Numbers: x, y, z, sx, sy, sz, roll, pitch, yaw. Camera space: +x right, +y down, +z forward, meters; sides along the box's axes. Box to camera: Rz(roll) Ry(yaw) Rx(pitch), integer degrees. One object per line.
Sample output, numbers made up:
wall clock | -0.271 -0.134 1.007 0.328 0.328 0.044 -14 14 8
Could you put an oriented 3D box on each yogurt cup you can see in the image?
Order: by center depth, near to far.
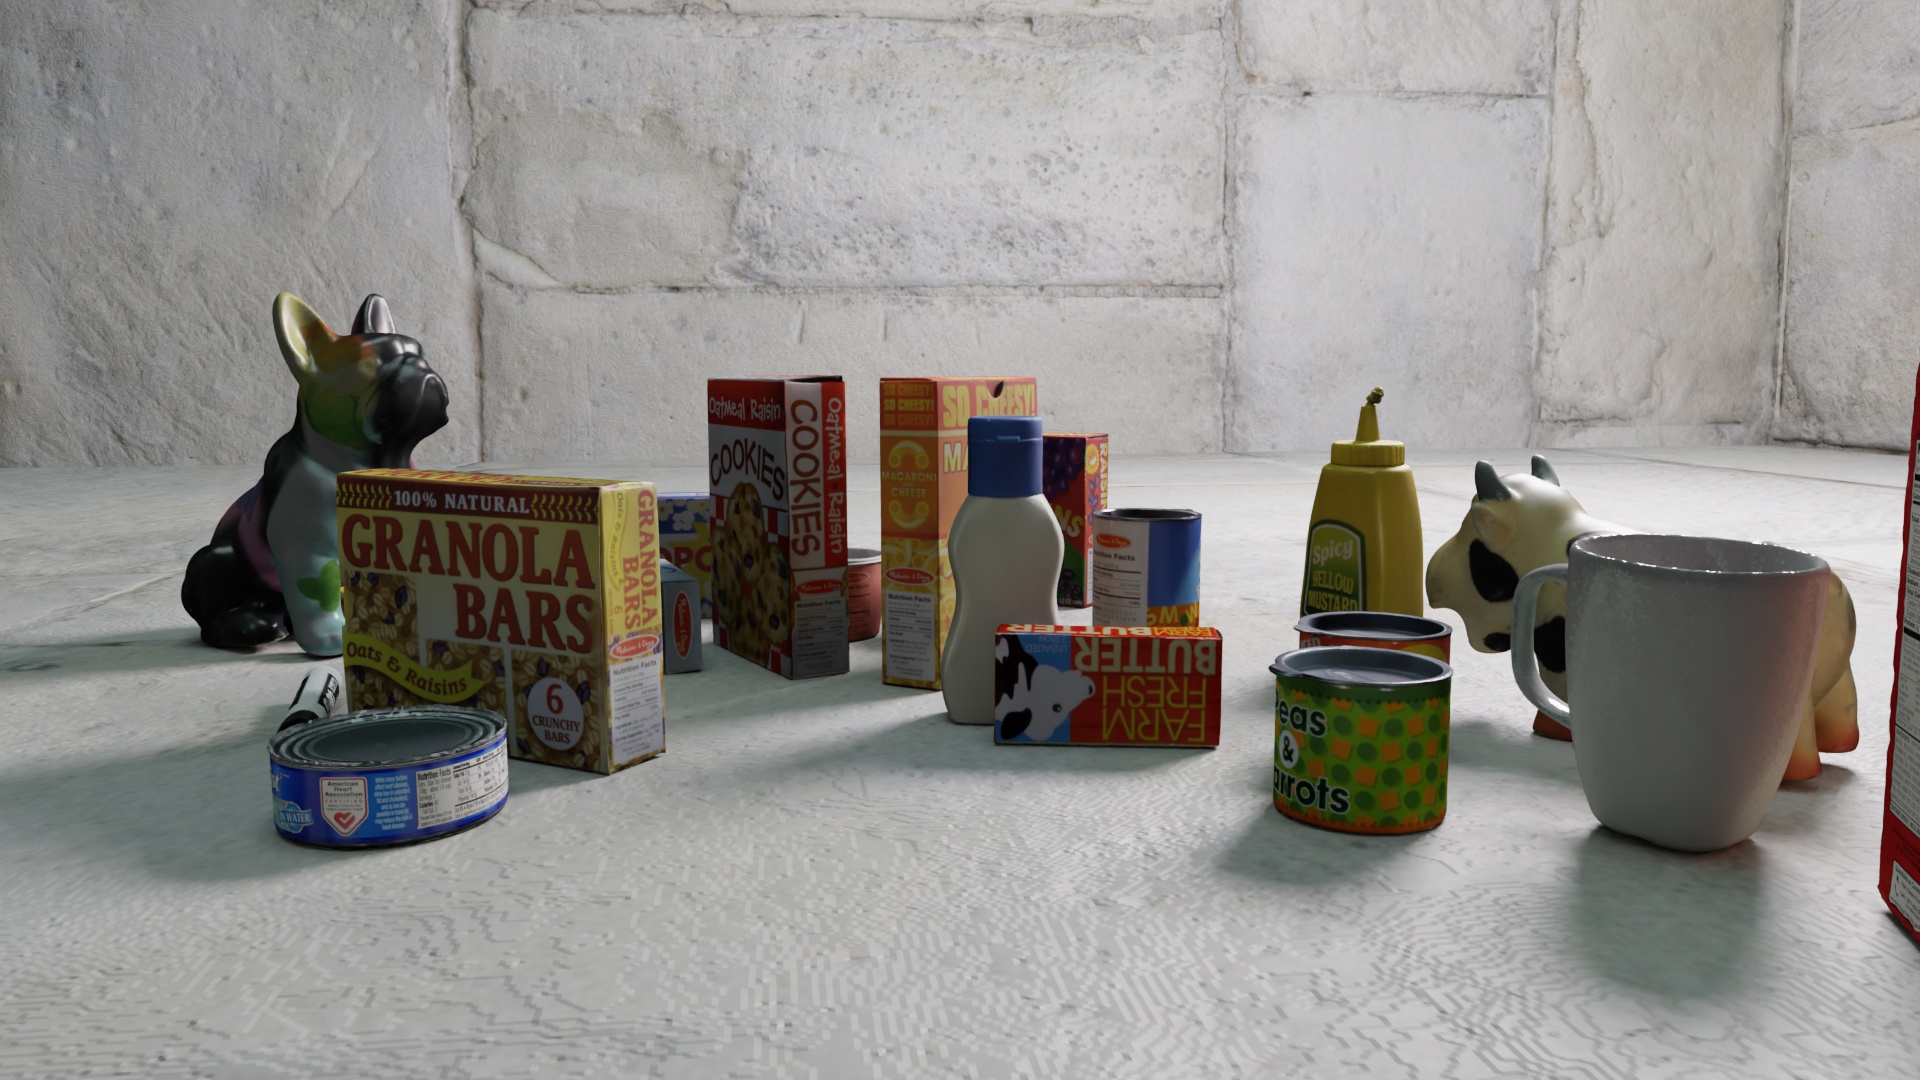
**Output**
yogurt cup | -0.080 0.034 0.890 0.072 0.054 0.072 0 7 0

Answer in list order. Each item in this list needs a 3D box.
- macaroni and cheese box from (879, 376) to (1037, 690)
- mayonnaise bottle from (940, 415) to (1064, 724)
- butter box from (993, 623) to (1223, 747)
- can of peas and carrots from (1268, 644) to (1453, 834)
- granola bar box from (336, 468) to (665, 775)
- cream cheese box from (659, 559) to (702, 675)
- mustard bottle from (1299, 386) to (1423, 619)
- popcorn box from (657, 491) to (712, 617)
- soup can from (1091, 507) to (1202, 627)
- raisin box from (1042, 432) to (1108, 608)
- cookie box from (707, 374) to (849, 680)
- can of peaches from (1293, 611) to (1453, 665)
macaroni and cheese box | 0.003 -0.010 0.789 0.040 0.166 0.124 3 8 29
mayonnaise bottle | 0.022 0.014 0.676 0.065 0.148 0.041 -1 7 -3
butter box | 0.067 0.066 0.636 0.103 0.053 0.024 0 7 4
can of peas and carrots | 0.152 0.076 0.537 0.071 0.058 0.071 0 7 0
granola bar box | -0.213 0.032 0.633 0.165 0.124 0.039 3 8 28
cream cheese box | -0.176 0.043 0.825 0.024 0.053 0.104 -3 8 -23
mustard bottle | 0.223 -0.005 0.771 0.049 0.160 0.065 -4 8 -32
popcorn box | -0.171 0.009 0.963 0.127 0.085 0.038 -1 7 -8
soup can | 0.115 0.024 0.845 0.071 0.083 0.071 0 7 0
raisin box | 0.063 -0.017 1.013 0.086 0.123 0.040 4 8 32
cookie box | -0.108 -0.013 0.815 0.040 0.167 0.123 -4 8 -30
can of peaches | 0.182 0.065 0.620 0.071 0.058 0.071 0 7 0
